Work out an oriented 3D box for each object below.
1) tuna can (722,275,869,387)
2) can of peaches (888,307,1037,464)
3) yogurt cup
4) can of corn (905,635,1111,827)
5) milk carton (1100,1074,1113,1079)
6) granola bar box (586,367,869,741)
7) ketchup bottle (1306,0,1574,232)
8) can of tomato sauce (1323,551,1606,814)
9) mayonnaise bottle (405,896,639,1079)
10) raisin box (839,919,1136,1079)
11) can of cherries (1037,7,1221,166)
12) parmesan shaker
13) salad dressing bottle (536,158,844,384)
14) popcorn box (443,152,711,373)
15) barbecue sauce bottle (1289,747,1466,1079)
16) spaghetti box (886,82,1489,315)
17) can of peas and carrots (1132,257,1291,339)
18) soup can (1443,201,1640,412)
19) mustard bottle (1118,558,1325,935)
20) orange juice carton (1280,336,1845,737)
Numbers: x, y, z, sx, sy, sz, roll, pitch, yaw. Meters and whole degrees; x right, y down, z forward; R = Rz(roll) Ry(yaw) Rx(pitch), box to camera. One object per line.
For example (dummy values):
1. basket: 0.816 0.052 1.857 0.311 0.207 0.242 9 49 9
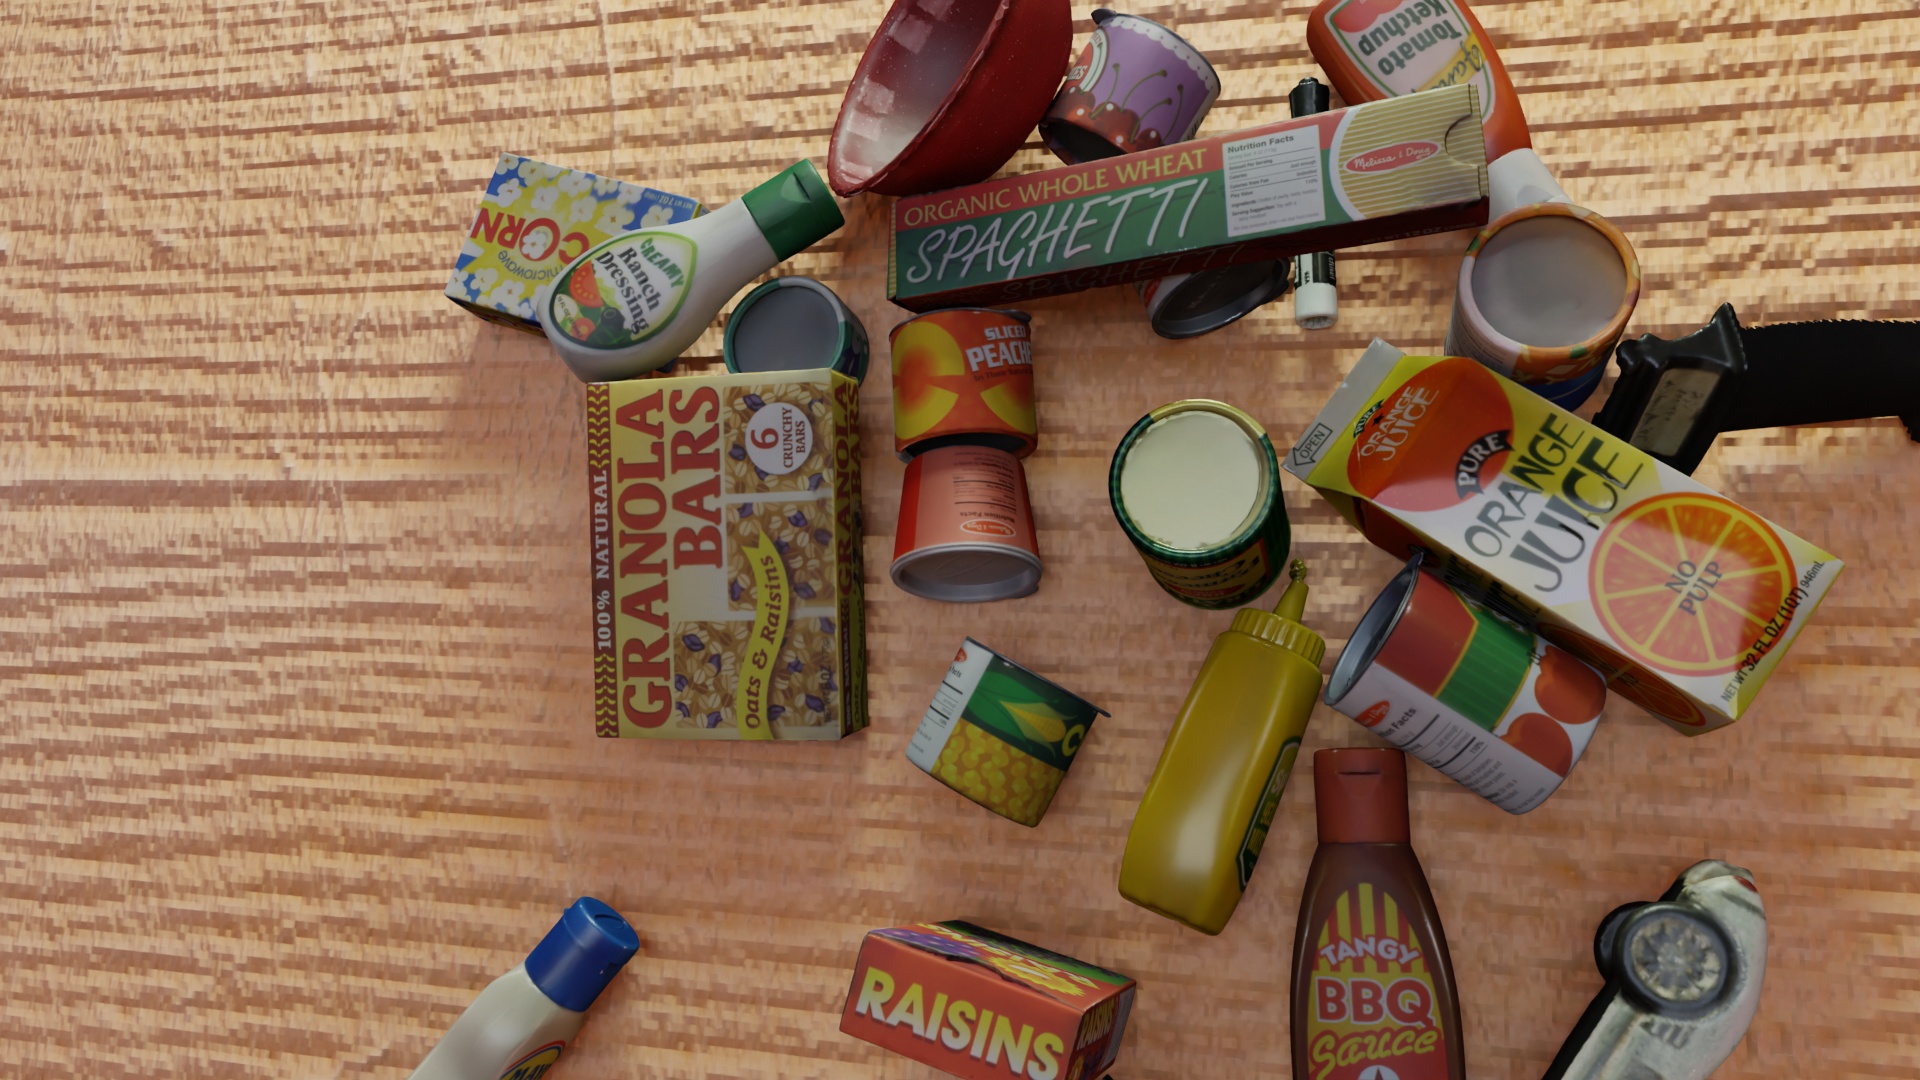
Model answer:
1. tuna can: -0.083 -0.093 0.683 0.071 0.033 0.071 -4 75 14
2. can of peaches: 0.003 -0.068 0.634 0.071 0.071 0.058 -6 76 14
3. yogurt cup: 0.002 -0.008 0.623 0.072 0.072 0.054 -7 67 14
4. can of corn: 0.020 0.083 0.595 0.071 0.071 0.058 27 86 20
5. milk carton: 0.041 0.251 0.481 0.072 0.190 0.073 38 90 20
6. granola bar box: -0.108 0.007 0.644 0.124 0.039 0.165 -2 89 15
7. ketchup bottle: 0.217 -0.190 0.618 0.064 0.043 0.149 -30 71 7
8. can of tomato sauce: 0.197 0.056 0.543 0.083 0.071 0.071 31 87 6
9. mayonnaise bottle: -0.206 0.229 0.625 0.041 0.064 0.148 39 86 21
10. raisin box: 0.016 0.180 0.541 0.086 0.123 0.040 15 82 19
11. can of cherries: 0.076 -0.202 0.647 0.071 0.071 0.058 30 88 20
12. parmesan shaker: 0.098 -0.012 0.576 0.071 0.103 0.071 -4 76 15
13. salad dressing bottle: -0.127 -0.130 0.663 0.148 0.044 0.064 -31 77 -2
14. popcorn box: -0.195 -0.145 0.724 0.127 0.038 0.085 18 83 19
15. barbecue sauce bottle: 0.162 0.158 0.548 0.065 0.043 0.149 -4 76 16
16. spaghetti box: 0.086 -0.137 0.578 0.250 0.028 0.050 -5 77 23
17. can of peas and carrots: 0.108 -0.133 0.624 0.071 0.071 0.059 -24 71 9
18. soup can: 0.237 -0.092 0.567 0.071 0.083 0.071 -4 76 14
19. mustard bottle: 0.115 0.080 0.571 0.049 0.065 0.160 20 79 23
20. orange juice carton: 0.229 -0.008 0.554 0.193 0.073 0.072 35 88 21
